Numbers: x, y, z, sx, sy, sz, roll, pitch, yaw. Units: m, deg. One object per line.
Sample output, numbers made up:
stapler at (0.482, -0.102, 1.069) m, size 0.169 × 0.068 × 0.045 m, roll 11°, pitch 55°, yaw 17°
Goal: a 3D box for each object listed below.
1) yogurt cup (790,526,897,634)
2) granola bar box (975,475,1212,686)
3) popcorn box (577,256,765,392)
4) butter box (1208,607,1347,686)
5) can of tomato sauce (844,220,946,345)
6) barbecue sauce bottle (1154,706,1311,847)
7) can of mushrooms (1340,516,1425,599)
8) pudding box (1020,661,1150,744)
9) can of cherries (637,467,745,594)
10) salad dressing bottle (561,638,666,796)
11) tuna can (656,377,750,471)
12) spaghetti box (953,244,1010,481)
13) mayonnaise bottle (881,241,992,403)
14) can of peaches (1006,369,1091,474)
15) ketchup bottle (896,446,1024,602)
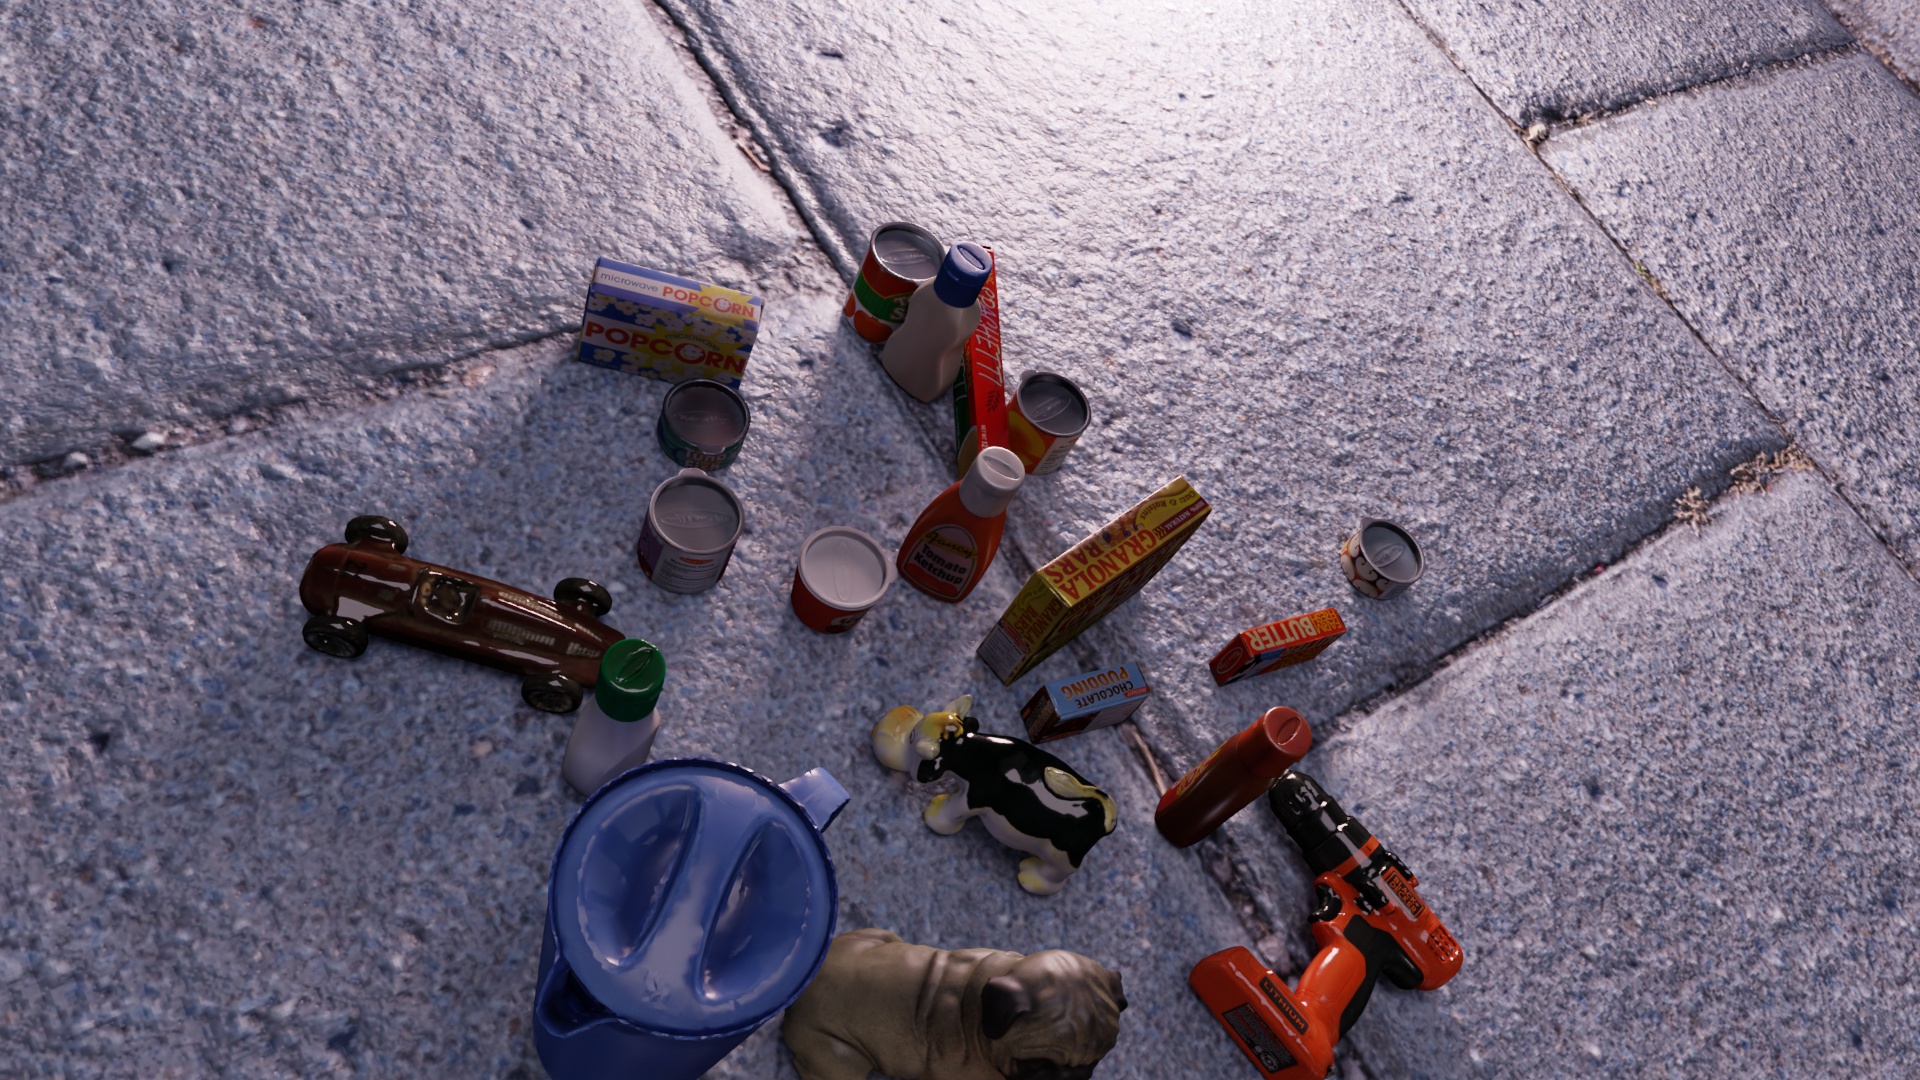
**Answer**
yogurt cup at (-0.089, 0.031, 0.999) m, size 0.072 × 0.053 × 0.073 m, roll 11°, pitch 55°, yaw -16°
granola bar box at (0.100, 0.030, 1.034) m, size 0.166 × 0.123 × 0.039 m, roll -32°, pitch 74°, yaw -35°
popcorn box at (-0.220, -0.160, 1.052) m, size 0.127 × 0.084 × 0.038 m, roll 12°, pitch 55°, yaw -15°
butter box at (0.253, 0.084, 1.108) m, size 0.104 × 0.052 × 0.024 m, roll -12°, pitch 64°, yaw -29°
can of tomato sauce at (-0.054, -0.212, 1.157) m, size 0.071 × 0.082 × 0.071 m, roll 11°, pitch 55°, yaw -16°
barbecue sauce bottle at (0.191, 0.163, 0.969) m, size 0.044 × 0.147 × 0.065 m, roll 45°, pitch 53°, yaw 10°
can of mushrooms at (0.367, 0.015, 1.214) m, size 0.071 × 0.033 × 0.071 m, roll 11°, pitch 55°, yaw -16°
pudding box at (0.092, 0.119, 1.019) m, size 0.084 × 0.049 × 0.030 m, roll -10°, pitch 63°, yaw -28°
can of cherries at (-0.190, -0.006, 0.979) m, size 0.071 × 0.058 × 0.072 m, roll 11°, pitch 55°, yaw -16°
salad dressing bottle at (-0.207, 0.108, 0.839) m, size 0.044 × 0.147 × 0.064 m, roll 40°, pitch 52°, yaw 6°
tuna can at (-0.193, -0.085, 1.046) m, size 0.071 × 0.032 × 0.071 m, roll 11°, pitch 55°, yaw -16°
spaghetti box at (0.014, -0.142, 1.160) m, size 0.029 × 0.050 × 0.251 m, roll 8°, pitch 56°, yaw -18°
mayonnaise bottle at (-0.015, -0.175, 1.108) m, size 0.065 × 0.147 × 0.041 m, roll 43°, pitch 53°, yaw 8°
can of peaches at (0.065, -0.098, 1.147) m, size 0.071 × 0.057 × 0.071 m, roll 11°, pitch 55°, yaw -16°
ketchup bottle at (0.004, -0.013, 1.007) m, size 0.065 × 0.148 × 0.044 m, roll 30°, pitch 52°, yaw -2°
